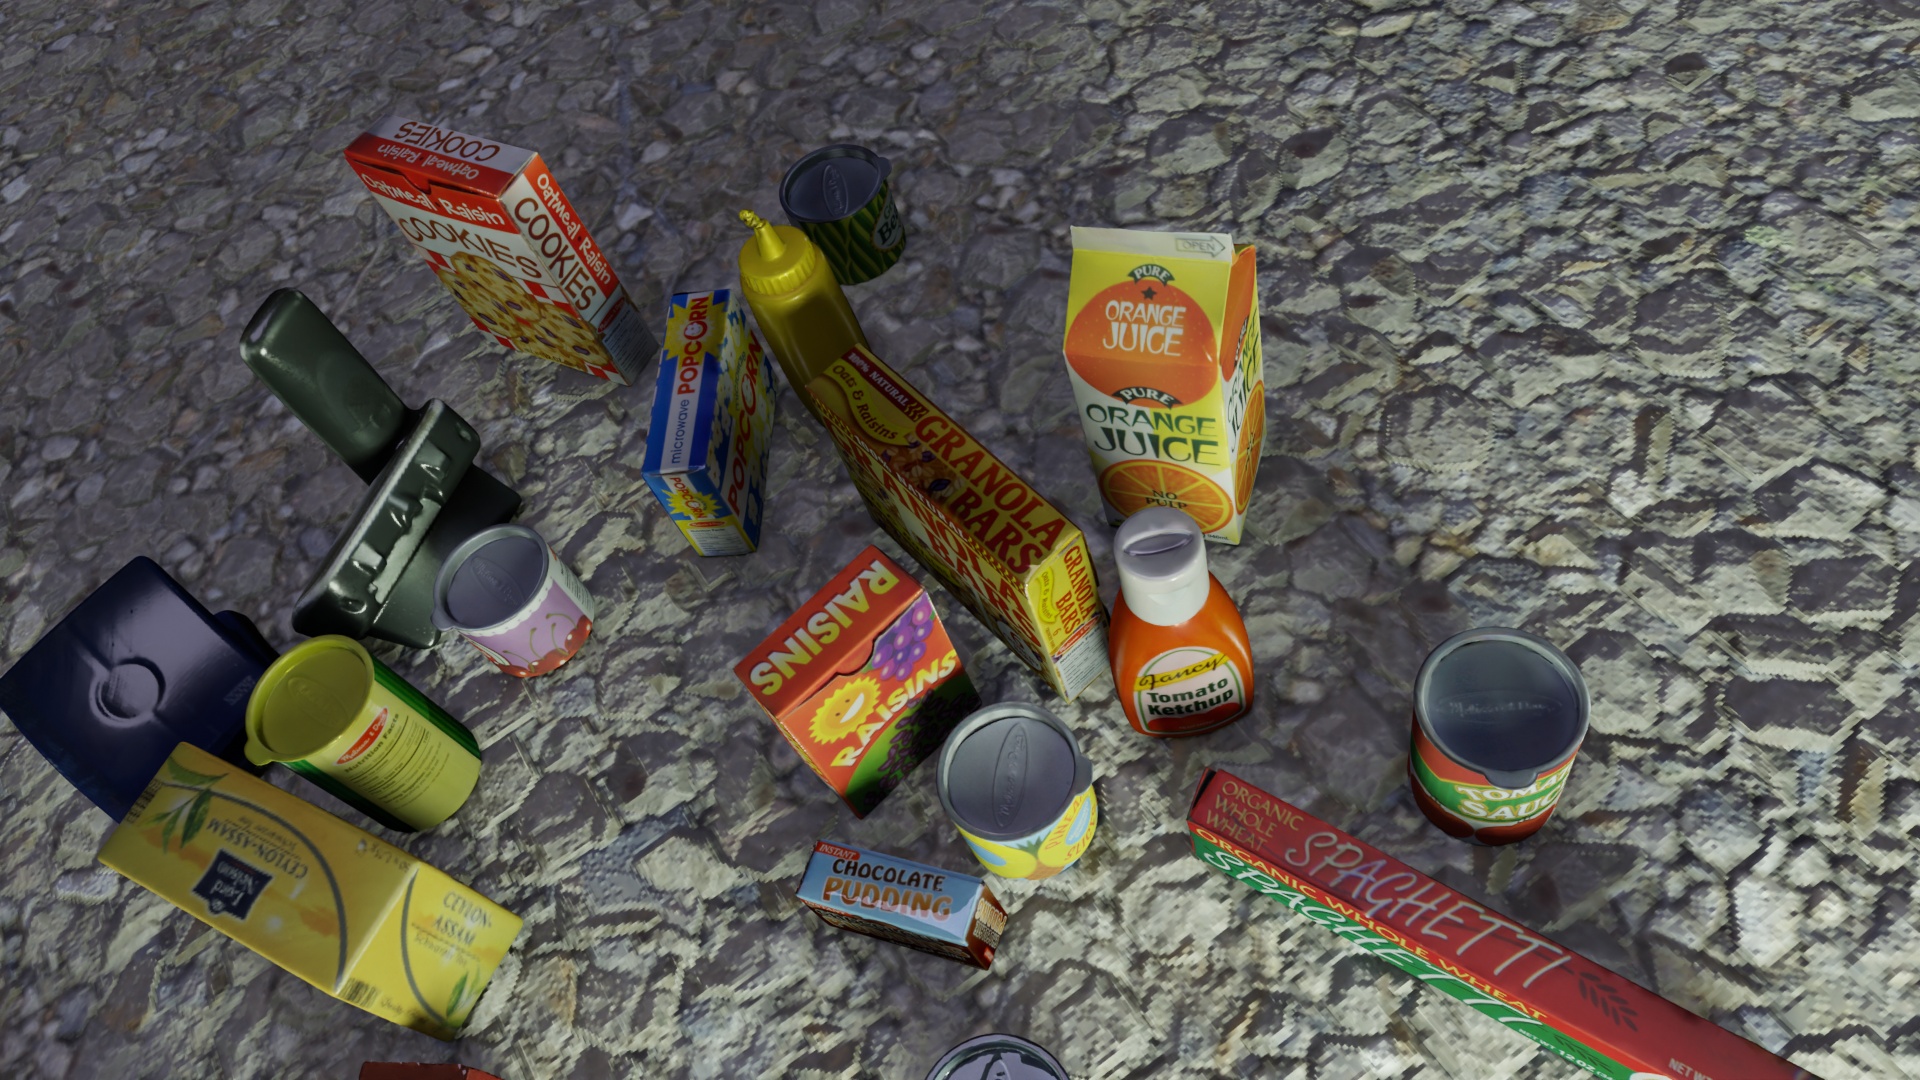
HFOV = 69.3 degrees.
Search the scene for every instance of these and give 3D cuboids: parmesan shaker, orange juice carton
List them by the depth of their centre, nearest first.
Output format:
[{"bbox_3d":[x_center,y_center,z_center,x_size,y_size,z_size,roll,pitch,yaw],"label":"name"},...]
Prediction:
[{"bbox_3d":[0.100,-0.081,0.660,0.072,0.192,0.073,9,62,20],"label":"orange juice carton"},{"bbox_3d":[-0.301,0.102,0.703,0.071,0.102,0.071,-7,57,11],"label":"parmesan shaker"}]

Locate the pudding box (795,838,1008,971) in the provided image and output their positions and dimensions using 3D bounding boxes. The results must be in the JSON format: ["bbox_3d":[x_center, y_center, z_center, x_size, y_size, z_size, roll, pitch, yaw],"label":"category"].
[{"bbox_3d":[-0.026,0.163,0.624,0.084,0.049,0.030,10,62,20],"label":"pudding box"}]

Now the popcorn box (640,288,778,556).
[{"bbox_3d":[-0.138,-0.066,0.778,0.038,0.085,0.127,-6,57,11],"label":"popcorn box"}]

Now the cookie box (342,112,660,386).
[{"bbox_3d":[-0.269,-0.169,0.828,0.123,0.166,0.040,19,65,25],"label":"cookie box"}]

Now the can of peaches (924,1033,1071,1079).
[{"bbox_3d":[0.017,0.239,0.560,0.071,0.057,0.071,-7,57,11],"label":"can of peaches"}]

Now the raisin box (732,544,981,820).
[{"bbox_3d":[-0.044,0.069,0.644,0.086,0.123,0.040,-42,58,-12],"label":"raisin box"}]

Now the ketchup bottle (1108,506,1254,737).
[{"bbox_3d":[0.094,0.038,0.612,0.065,0.148,0.044,-13,56,7],"label":"ketchup bottle"}]

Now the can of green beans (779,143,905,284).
[{"bbox_3d":[-0.072,-0.202,0.863,0.071,0.057,0.071,-7,57,11],"label":"can of green beans"}]

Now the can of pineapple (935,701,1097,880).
[{"bbox_3d":[0.029,0.116,0.635,0.071,0.057,0.071,-7,57,11],"label":"can of pineapple"}]

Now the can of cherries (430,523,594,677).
[{"bbox_3d":[-0.244,0.035,0.758,0.071,0.058,0.072,-7,57,11],"label":"can of cherries"}]

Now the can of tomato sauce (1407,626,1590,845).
[{"bbox_3d":[0.225,0.086,0.587,0.071,0.082,0.071,-7,57,11],"label":"can of tomato sauce"}]

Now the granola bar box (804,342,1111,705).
[{"bbox_3d":[0.002,-0.009,0.681,0.039,0.123,0.166,-40,57,-11],"label":"granola bar box"}]

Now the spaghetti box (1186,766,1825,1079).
[{"bbox_3d":[0.206,0.166,0.561,0.250,0.050,0.029,25,68,27],"label":"spaghetti box"}]

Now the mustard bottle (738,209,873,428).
[{"bbox_3d":[-0.085,-0.123,0.755,0.049,0.159,0.065,-35,57,-8],"label":"mustard bottle"}]
